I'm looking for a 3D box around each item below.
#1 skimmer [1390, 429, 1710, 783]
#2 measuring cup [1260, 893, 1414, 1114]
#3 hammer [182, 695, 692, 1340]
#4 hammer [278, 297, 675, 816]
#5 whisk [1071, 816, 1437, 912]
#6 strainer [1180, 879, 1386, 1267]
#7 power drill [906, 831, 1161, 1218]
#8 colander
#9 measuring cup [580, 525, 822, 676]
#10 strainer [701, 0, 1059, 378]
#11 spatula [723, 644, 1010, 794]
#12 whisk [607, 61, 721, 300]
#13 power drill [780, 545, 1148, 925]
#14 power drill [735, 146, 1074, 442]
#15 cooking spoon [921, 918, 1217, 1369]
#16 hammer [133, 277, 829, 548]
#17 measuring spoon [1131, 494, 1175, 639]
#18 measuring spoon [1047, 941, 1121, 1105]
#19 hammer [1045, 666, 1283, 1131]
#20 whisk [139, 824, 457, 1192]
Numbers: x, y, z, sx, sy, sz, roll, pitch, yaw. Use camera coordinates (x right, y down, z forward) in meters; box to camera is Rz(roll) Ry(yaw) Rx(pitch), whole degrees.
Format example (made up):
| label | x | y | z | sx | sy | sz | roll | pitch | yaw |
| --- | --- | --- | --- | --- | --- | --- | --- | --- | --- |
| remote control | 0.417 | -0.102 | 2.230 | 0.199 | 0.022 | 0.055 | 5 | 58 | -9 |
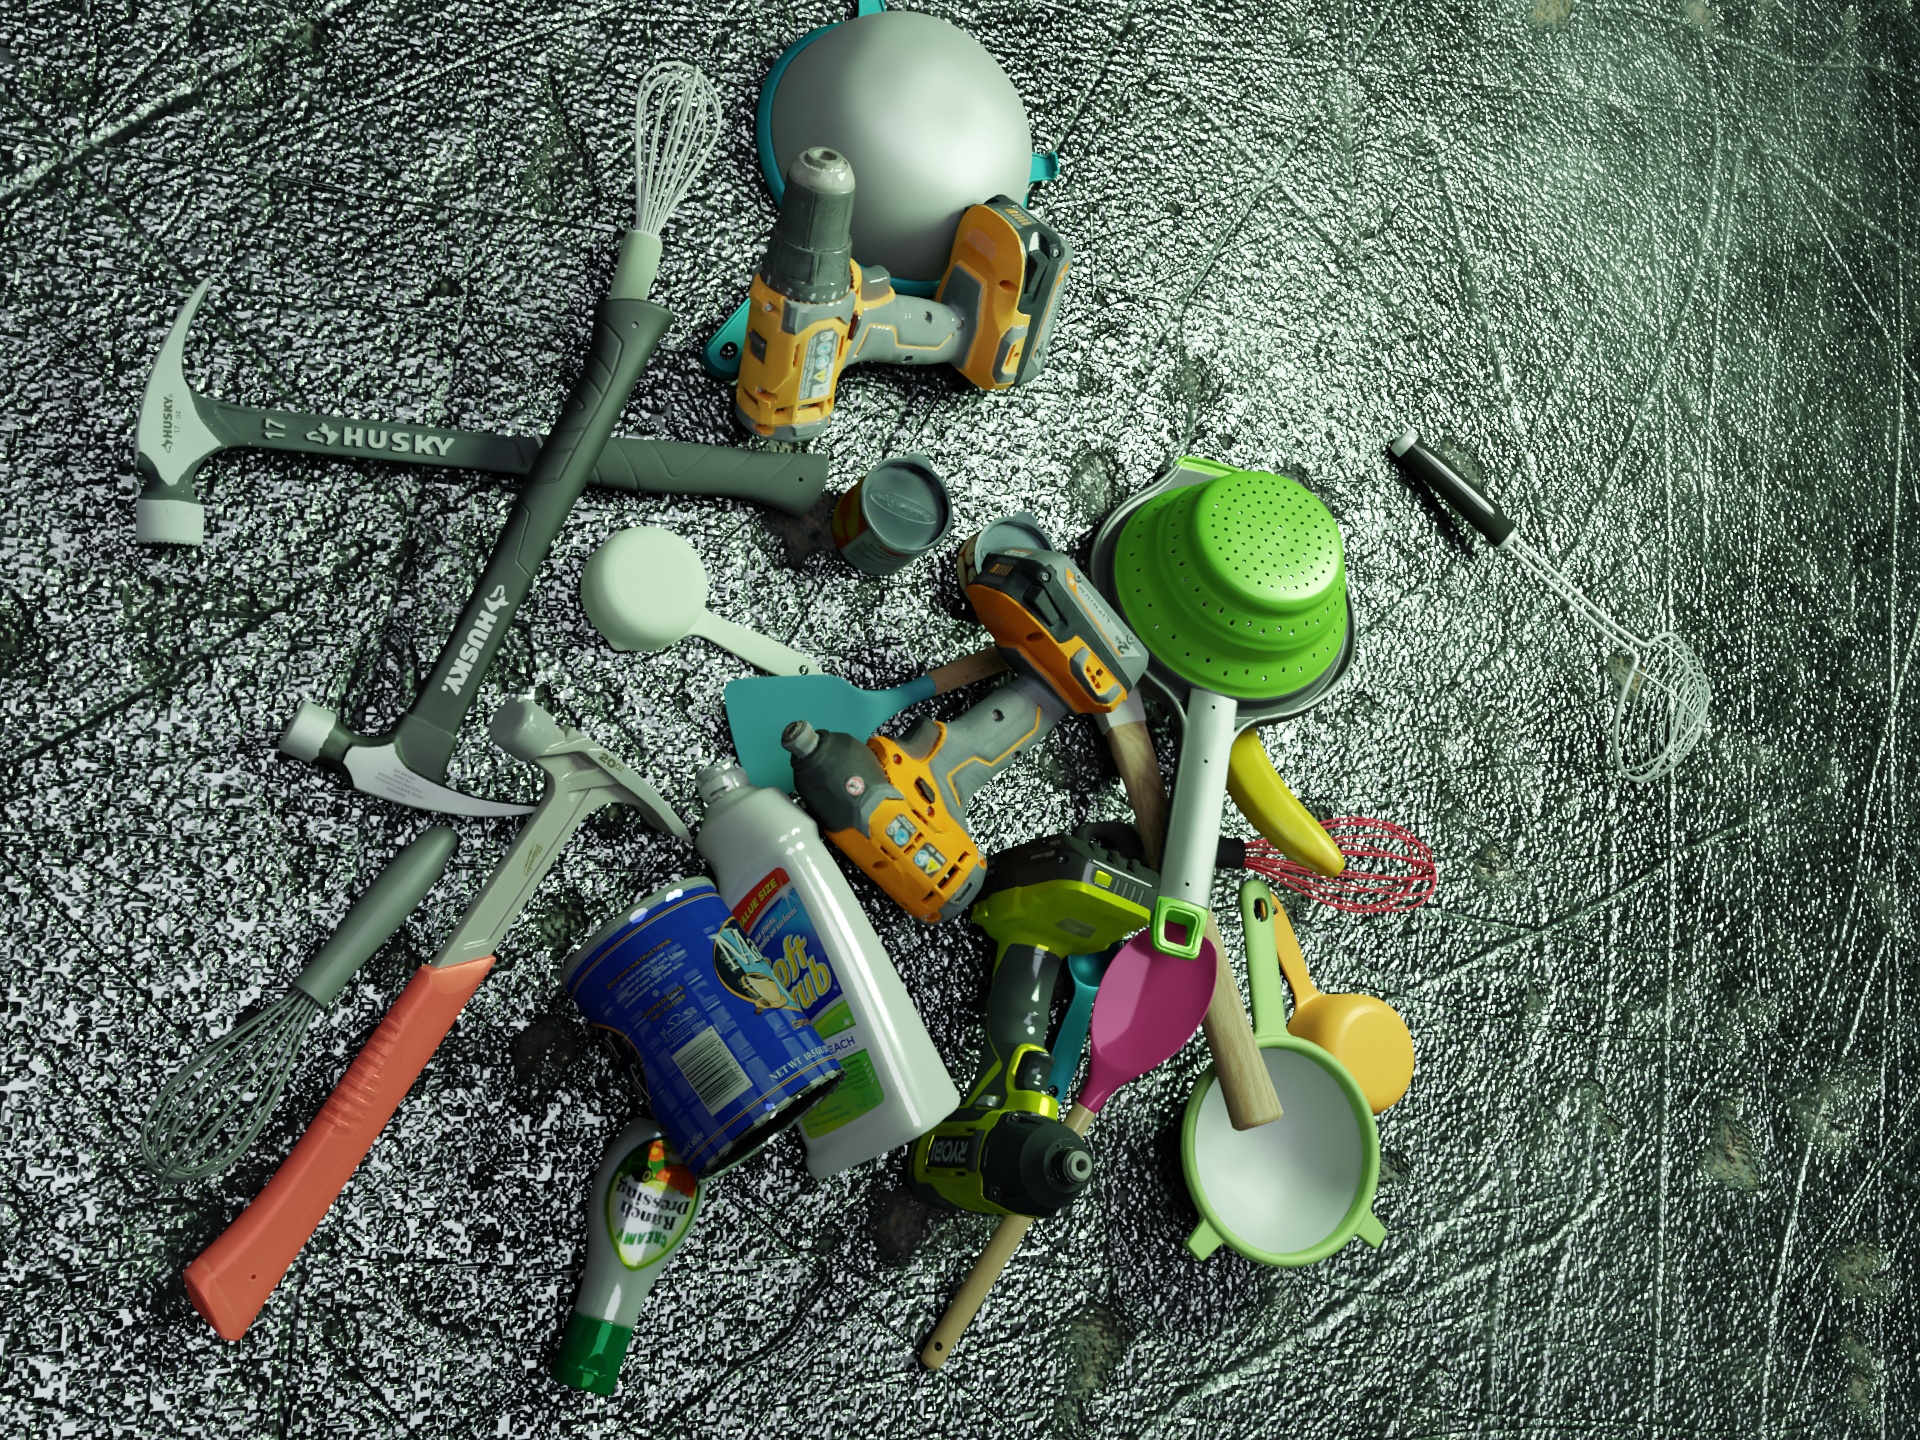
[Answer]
| label | x | y | z | sx | sy | sz | roll | pitch | yaw |
| --- | --- | --- | --- | --- | --- | --- | --- | --- | --- |
| skimmer | 0.483 | -0.099 | 1.325 | 0.363 | 0.090 | 0.127 | 42 | 68 | -1 |
| measuring cup | 0.266 | 0.202 | 1.143 | 0.095 | 0.052 | 0.173 | -24 | 92 | -28 |
| hammer | -0.292 | 0.170 | 0.878 | 0.359 | 0.037 | 0.149 | -59 | 137 | -16 |
| hammer | -0.252 | -0.101 | 0.936 | 0.146 | 0.035 | 0.335 | 28 | 80 | -21 |
| whisk | 0.217 | 0.097 | 1.142 | 0.295 | 0.073 | 0.073 | 6 | 77 | -18 |
| strainer | 0.202 | 0.242 | 1.099 | 0.151 | 0.069 | 0.256 | 3 | 73 | -20 |
| power drill | 0.048 | 0.190 | 0.979 | 0.080 | 0.171 | 0.223 | 24 | 67 | -21 |
| colander | 0.182 | -0.036 | 1.069 | 0.204 | 0.094 | 0.397 | 17 | 61 | -6 |
| measuring cup | -0.157 | -0.065 | 1.005 | 0.167 | 0.038 | 0.083 | 26 | 69 | -17 |
| strainer | -0.062 | -0.365 | 1.083 | 0.211 | 0.095 | 0.340 | 40 | 64 | -13 |
| spatula | -0.008 | -0.033 | 1.077 | 0.317 | 0.044 | 0.082 | -22 | 102 | -33 |
| whisk | -0.203 | -0.319 | 1.035 | 0.059 | 0.058 | 0.246 | 19 | 76 | -30 |
| power drill | -0.002 | -0.003 | 1.005 | 0.226 | 0.084 | 0.164 | -50 | 119 | -12 |
| power drill | -0.036 | -0.284 | 1.028 | 0.226 | 0.185 | 0.084 | -20 | 52 | -34 |
| cooking spoon | 0.066 | 0.268 | 1.010 | 0.069 | 0.017 | 0.319 | 31 | 81 | 14 |
| hammer | -0.272 | -0.167 | 0.966 | 0.408 | 0.036 | 0.149 | 1 | 91 | -28 |
| measuring spoon | 0.148 | -0.110 | 1.179 | 0.021 | 0.011 | 0.117 | -17 | 91 | -27 |
| measuring spoon | 0.074 | 0.202 | 1.076 | 0.042 | 0.021 | 0.129 | 23 | 79 | -21 |
| hammer | 0.149 | 0.109 | 1.074 | 0.130 | 0.031 | 0.331 | -12 | 73 | -18 |
| whisk | -0.354 | 0.151 | 0.866 | 0.055 | 0.055 | 0.239 | 41 | 61 | -13 |
